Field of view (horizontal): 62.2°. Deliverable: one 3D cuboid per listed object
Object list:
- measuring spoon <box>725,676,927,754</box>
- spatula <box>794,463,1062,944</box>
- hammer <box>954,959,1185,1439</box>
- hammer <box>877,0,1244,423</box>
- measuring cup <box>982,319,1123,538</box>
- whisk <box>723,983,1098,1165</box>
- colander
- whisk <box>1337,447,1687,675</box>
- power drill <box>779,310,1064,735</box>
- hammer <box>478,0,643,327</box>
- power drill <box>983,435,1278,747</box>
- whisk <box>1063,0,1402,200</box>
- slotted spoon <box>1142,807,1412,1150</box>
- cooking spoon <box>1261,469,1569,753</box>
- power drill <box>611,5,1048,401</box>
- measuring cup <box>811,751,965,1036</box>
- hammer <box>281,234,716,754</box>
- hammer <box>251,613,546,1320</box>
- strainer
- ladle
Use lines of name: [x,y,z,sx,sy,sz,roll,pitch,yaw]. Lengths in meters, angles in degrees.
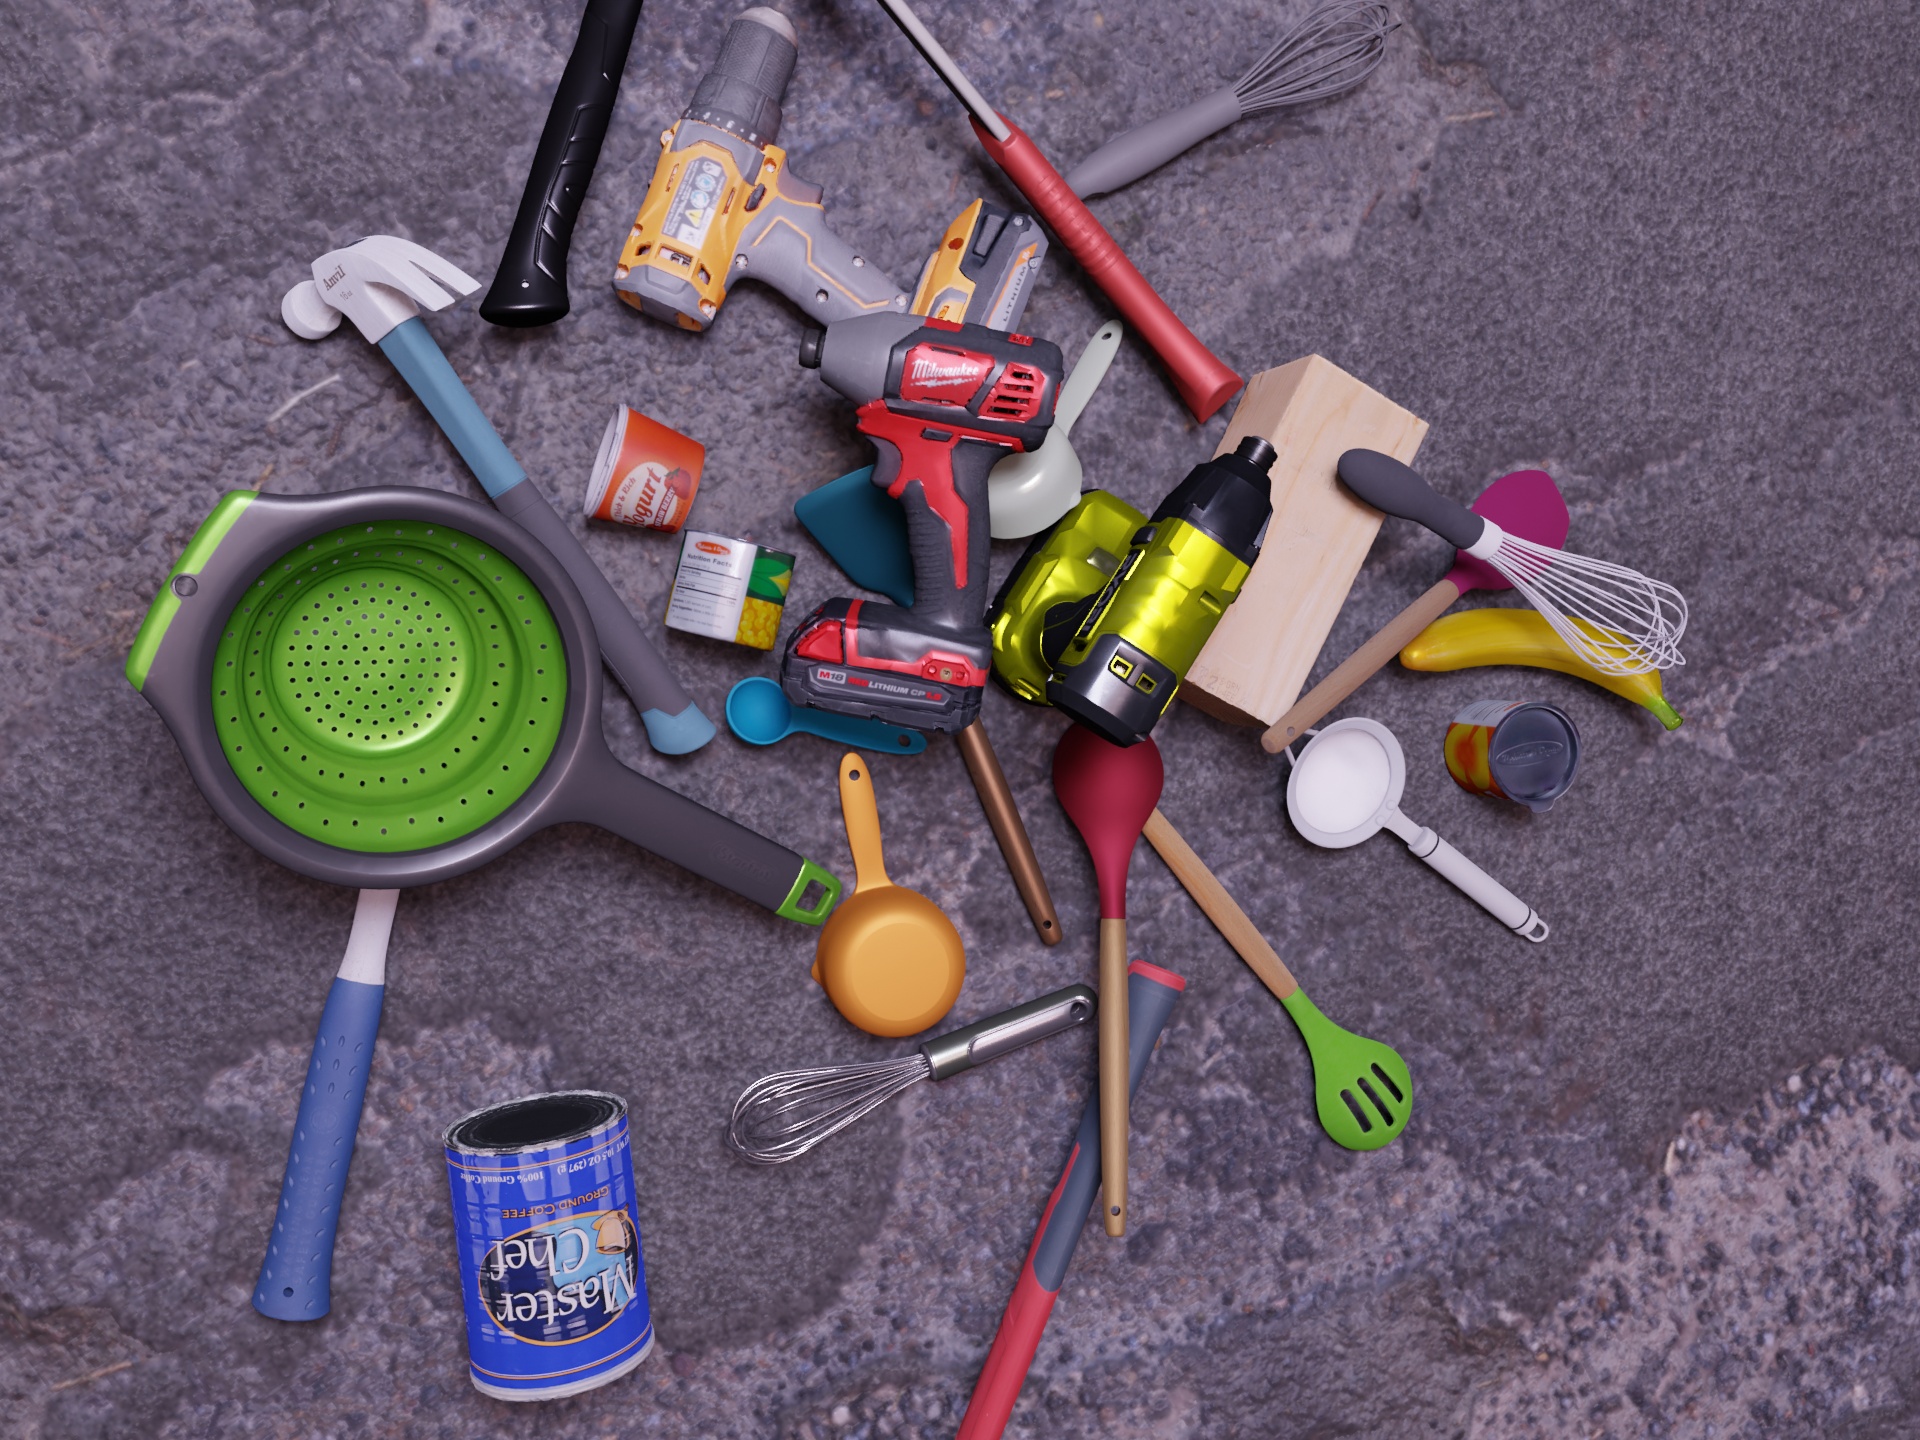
measuring spoon: [-0.082,0.005,0.965,0.128,0.021,0.042,12,68,-21]
spatula: [-0.002,-0.003,0.966,0.082,0.044,0.317,-22,99,5]
hammer: [0.056,0.332,0.956,0.038,0.143,0.386,24,83,-10]
hammer: [0.041,-0.318,0.932,0.036,0.149,0.358,-42,110,7]
measuring cup: [0.053,-0.187,0.957,0.168,0.083,0.038,-60,147,-16]
whisk: [-0.027,0.212,0.970,0.246,0.059,0.057,-18,109,-15]
colander: [-0.238,0.014,0.867,0.396,0.095,0.204,31,86,-31]
whisk: [0.338,-0.097,0.962,0.284,0.070,0.070,23,88,-23]
power drill: [-0.032,-0.113,0.882,0.143,0.079,0.219,11,106,-2]
hammer: [-0.207,-0.377,0.890,0.146,0.035,0.335,17,82,-12]
power drill: [0.092,-0.074,0.890,0.080,0.223,0.171,33,86,-12]
whisk: [0.167,-0.380,0.983,0.239,0.055,0.055,-29,98,-5]
slotted spoon: [0.195,0.157,1.026,0.070,0.031,0.313,-40,99,-9]
cooking spoon: [0.290,-0.069,0.991,0.319,0.017,0.068,-37,101,-28]
power drill: [-0.066,-0.290,0.922,0.226,0.084,0.185,21,88,-8]
measuring cup: [-0.048,0.106,0.956,0.095,0.052,0.173,-11,97,-11]
hammer: [-0.244,-0.118,0.888,0.330,0.128,0.033,57,47,-17]
hammer: [-0.344,0.135,0.902,0.144,0.035,0.405,12,90,-13]
strainer: [0.294,0.075,1.037,0.258,0.050,0.087,36,91,-17]
ladle: [0.091,0.146,0.958,0.069,0.031,0.315,0,78,2]
